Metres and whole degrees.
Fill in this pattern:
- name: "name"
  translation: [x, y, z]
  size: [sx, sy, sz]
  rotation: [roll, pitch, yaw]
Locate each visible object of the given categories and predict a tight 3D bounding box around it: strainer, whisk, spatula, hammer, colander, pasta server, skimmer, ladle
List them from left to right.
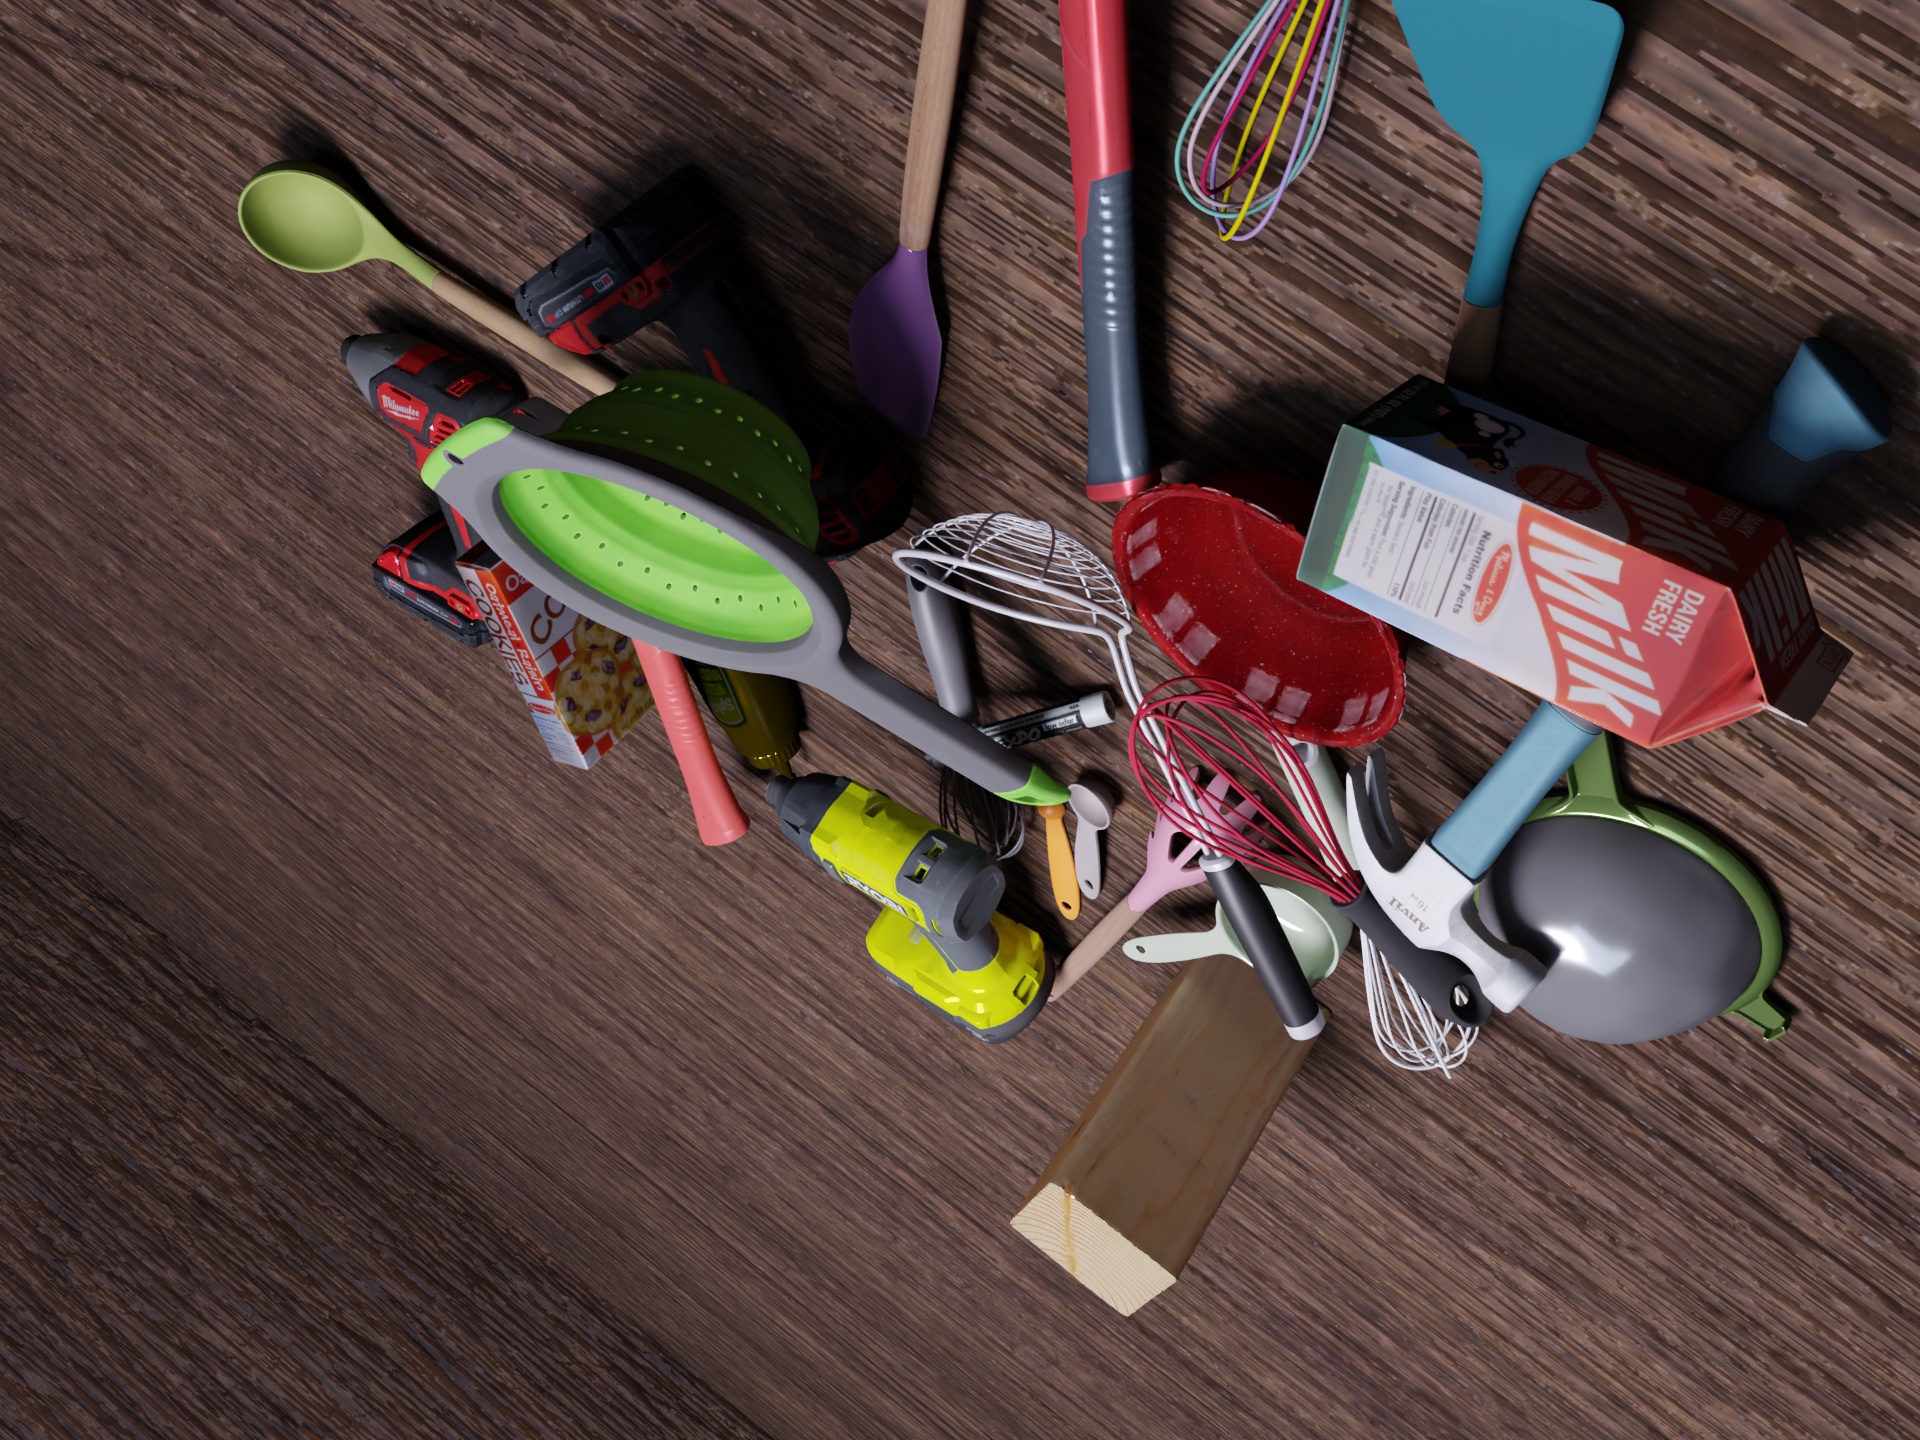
- name: "ladle"
  translation: [-0.316, -0.258, 1.003]
  size: [0.320, 0.062, 0.078]
  rotation: [32, 142, 9]
- name: "hammer"
  translation: [-0.204, -0.043, 1.054]
  size: [0.149, 0.037, 0.358]
  rotation: [36, 152, 33]
- name: "colander"
  translation: [-0.081, -0.075, 0.854]
  size: [0.396, 0.094, 0.204]
  rotation: [32, 156, -28]
- name: "spatula"
  translation: [-0.021, -0.246, 0.746]
  size: [0.060, 0.018, 0.315]
  rotation: [36, 151, 12]
- name: "whisk"
  translation: [-0.002, -0.004, 0.984]
  size: [0.055, 0.055, 0.238]
  rotation: [13, 131, 34]
- name: "hammer"
  translation: [0.051, -0.250, 0.657]
  size: [0.385, 0.038, 0.143]
  rotation: [80, 164, -50]
- name: "skimmer"
  translation: [0.090, 0.042, 0.854]
  size: [0.363, 0.090, 0.127]
  rotation: [60, 161, -16]
- name: "pasta server"
  translation: [0.109, 0.121, 1.025]
  size: [0.060, 0.040, 0.316]
  rotation: [38, 148, 6]
- name: "whisk"
  translation: [0.186, 0.076, 0.812]
  size: [0.295, 0.073, 0.073]
  rotation: [41, 148, -26]
- name: "whisk"
  translation: [0.134, -0.281, 0.569]
  size: [0.051, 0.047, 0.244]
  rotation: [35, 140, 13]
- name: "whisk"
  translation: [0.226, 0.100, 0.878]
  size: [0.058, 0.059, 0.246]
  rotation: [-23, 110, 13]
- name: "spatula"
  translation: [0.201, -0.143, 0.643]
  size: [0.082, 0.044, 0.317]
  rotation: [25, 143, 27]
- name: "strainer"
  translation: [0.297, 0.071, 0.754]
  size: [0.151, 0.069, 0.256]
  rotation: [6, 133, 40]
- name: "hammer"
  translation: [0.270, -0.013, 0.674]
  size: [0.128, 0.033, 0.330]
  rotation: [43, 136, 20]

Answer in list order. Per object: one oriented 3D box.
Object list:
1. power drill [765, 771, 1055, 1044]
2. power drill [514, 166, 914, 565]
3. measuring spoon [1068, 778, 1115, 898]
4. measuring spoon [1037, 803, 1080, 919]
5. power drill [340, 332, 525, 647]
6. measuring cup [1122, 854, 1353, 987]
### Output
- name: "power drill"
  translation: [-0.030, 0.118, 1.047]
  size: [0.171, 0.080, 0.223]
  rotation: [26, 160, 31]
- name: "power drill"
  translation: [-0.148, -0.177, 0.913]
  size: [0.188, 0.080, 0.226]
  rotation: [-12, 122, 48]
- name: "measuring spoon"
  translation: [0.086, 0.076, 1.012]
  size: [0.034, 0.018, 0.124]
  rotation: [37, 153, 27]
- name: "measuring spoon"
  translation: [0.064, 0.093, 1.047]
  size: [0.021, 0.011, 0.116]
  rotation: [17, 138, 30]
- name: "power drill"
  translation: [-0.371, -0.170, 1.131]
  size: [0.143, 0.078, 0.219]
  rotation: [29, 140, 17]
- name: "measuring cup"
  translation: [0.163, 0.122, 0.958]
  size: [0.167, 0.038, 0.083]
  rotation: [-19, 111, 51]
